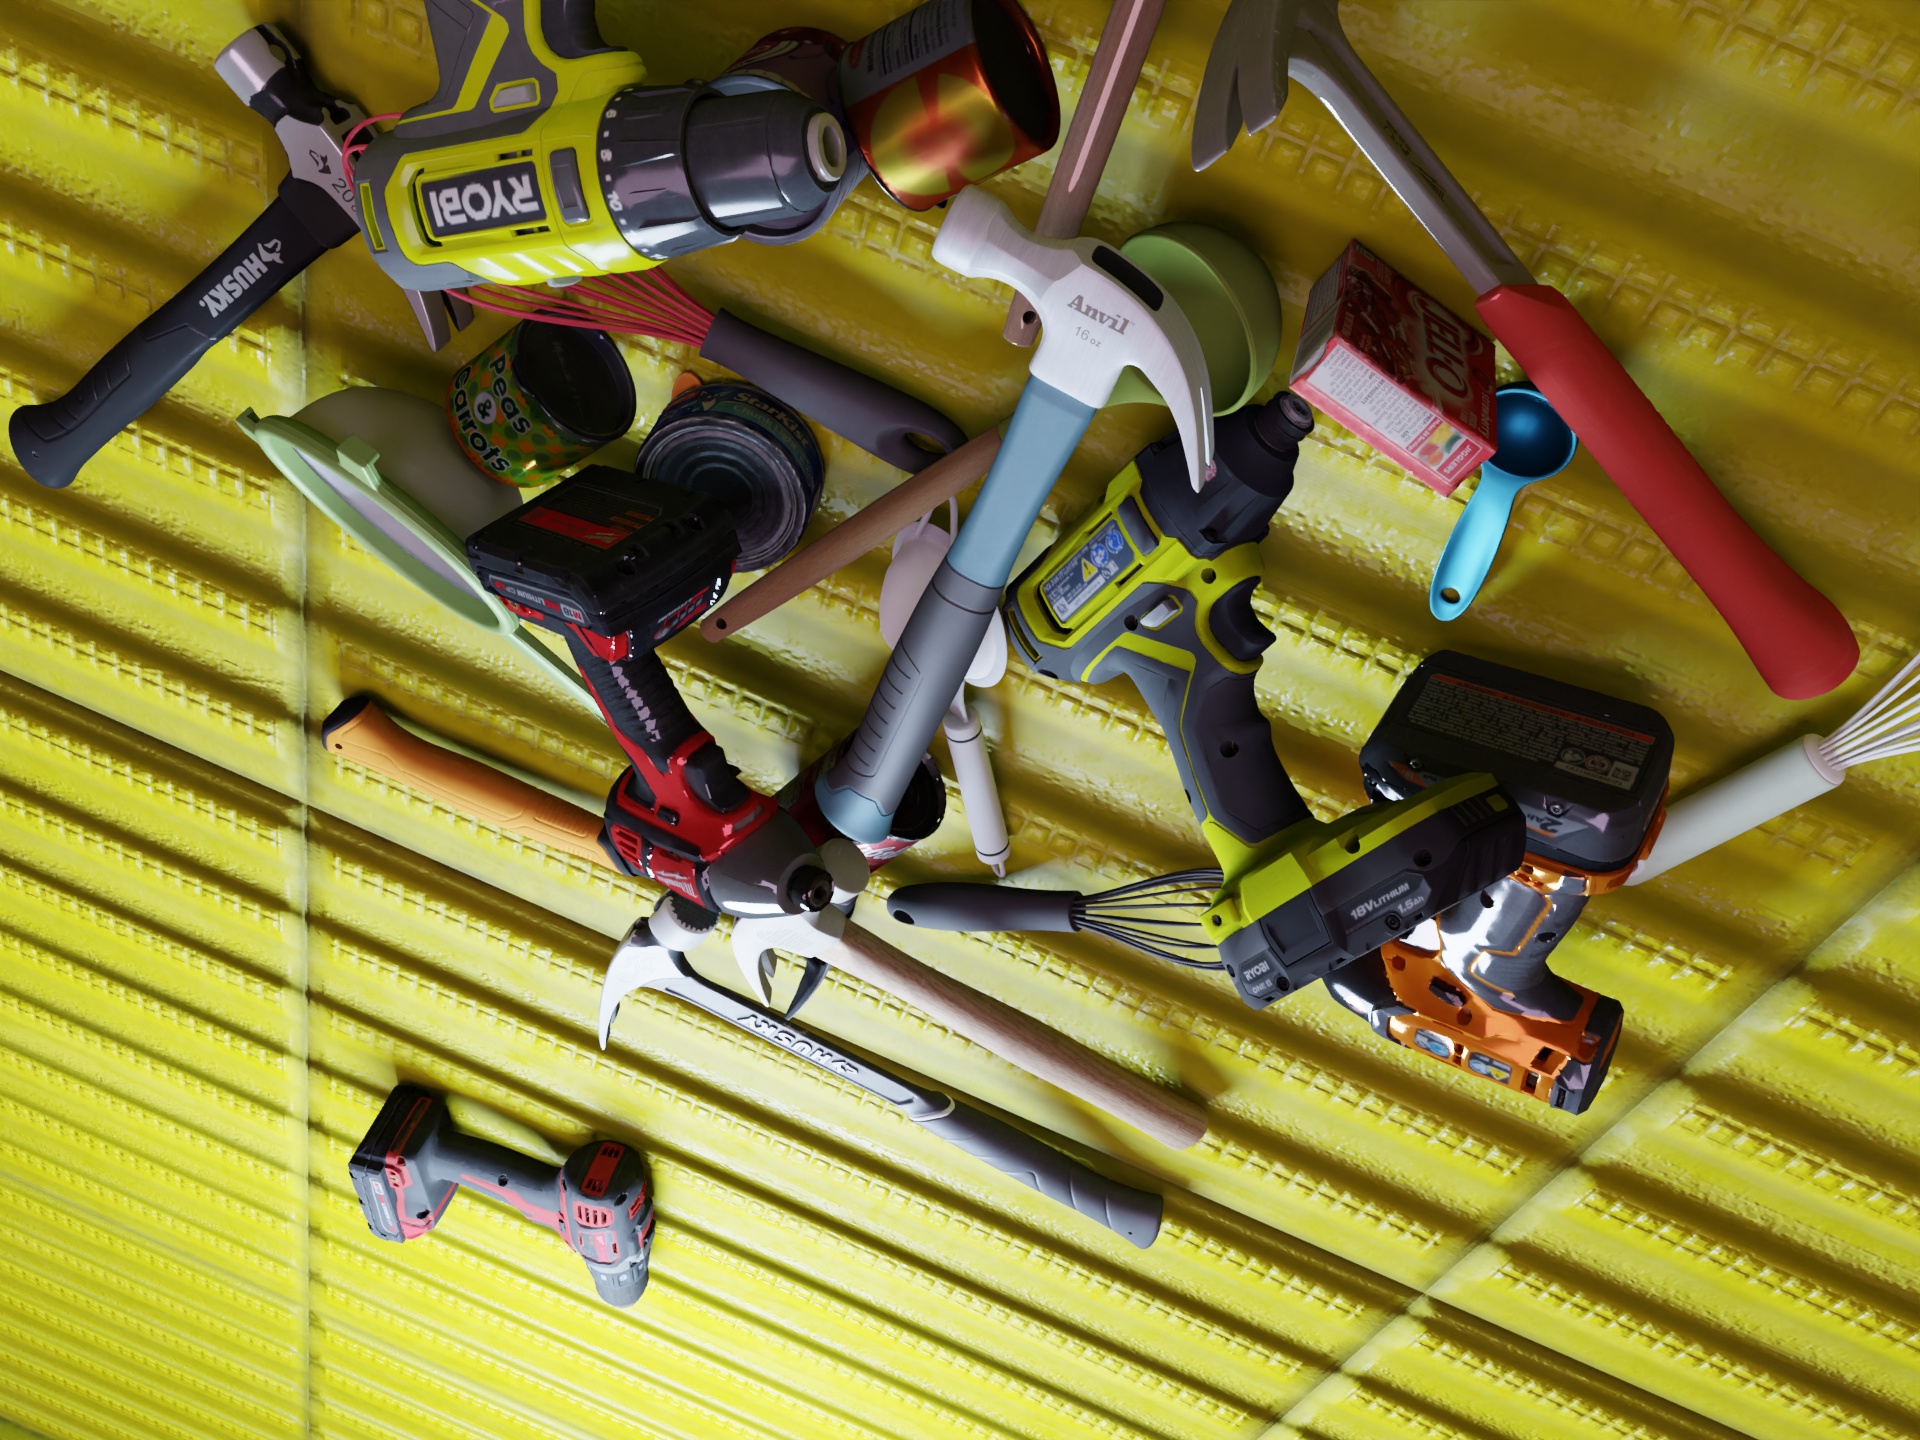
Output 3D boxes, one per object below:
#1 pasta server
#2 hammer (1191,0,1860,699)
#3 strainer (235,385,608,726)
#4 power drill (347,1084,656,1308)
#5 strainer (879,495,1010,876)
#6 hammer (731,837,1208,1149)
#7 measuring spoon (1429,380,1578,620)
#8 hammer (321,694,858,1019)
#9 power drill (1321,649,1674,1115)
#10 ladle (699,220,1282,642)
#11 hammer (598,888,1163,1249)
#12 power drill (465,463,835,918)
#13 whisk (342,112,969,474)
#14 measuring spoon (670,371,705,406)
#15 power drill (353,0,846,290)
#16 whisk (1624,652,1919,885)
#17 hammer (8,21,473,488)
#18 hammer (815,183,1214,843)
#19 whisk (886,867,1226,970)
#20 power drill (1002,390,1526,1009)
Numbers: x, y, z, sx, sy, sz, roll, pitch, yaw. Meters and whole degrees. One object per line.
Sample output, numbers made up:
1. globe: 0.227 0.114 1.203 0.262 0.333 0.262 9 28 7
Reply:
1. pasta server: 0.070 -0.264 0.529 0.060 0.040 0.316 14 127 -11
2. hammer: 0.217 -0.120 0.564 0.358 0.149 0.037 41 139 -23
3. strainer: -0.232 -0.084 0.807 0.152 0.069 0.256 19 159 46
4. power drill: -0.347 0.383 1.250 0.227 0.080 0.187 11 132 8
5. strainer: -0.001 -0.003 0.796 0.087 0.050 0.258 37 154 39
6. hammer: 0.014 0.172 0.904 0.331 0.031 0.130 33 135 -26
7. measuring spoon: 0.221 -0.091 0.661 0.042 0.021 0.128 28 144 16
8. hammer: -0.228 0.073 0.961 0.337 0.034 0.127 24 132 1
9. power drill: 0.235 0.080 0.749 0.164 0.084 0.226 20 140 28
10. ladle: -0.005 -0.105 0.680 0.320 0.062 0.078 -28 98 30
11. hammer: -0.038 0.237 0.993 0.408 0.036 0.149 32 130 -17
12. power drill: -0.134 0.000 0.747 0.143 0.078 0.219 20 138 40
13. whisk: -0.127 -0.178 0.693 0.295 0.073 0.073 25 134 -10
14. measuring spoon: -0.127 -0.117 0.776 0.021 0.011 0.116 6 128 7
15. power drill: -0.142 -0.271 0.553 0.190 0.080 0.228 0 111 24
16. whisk: 0.372 0.012 0.670 0.246 0.059 0.058 -43 69 45
17. hammer: -0.381 -0.192 0.793 0.335 0.035 0.146 -22 118 34
18. hammer: 0.001 -0.056 0.677 0.128 0.033 0.330 27 134 -1
19. whisk: 0.063 0.105 0.869 0.239 0.055 0.055 -1 129 29
20. power drill: 0.125 -0.010 0.661 0.171 0.080 0.223 -42 70 43
